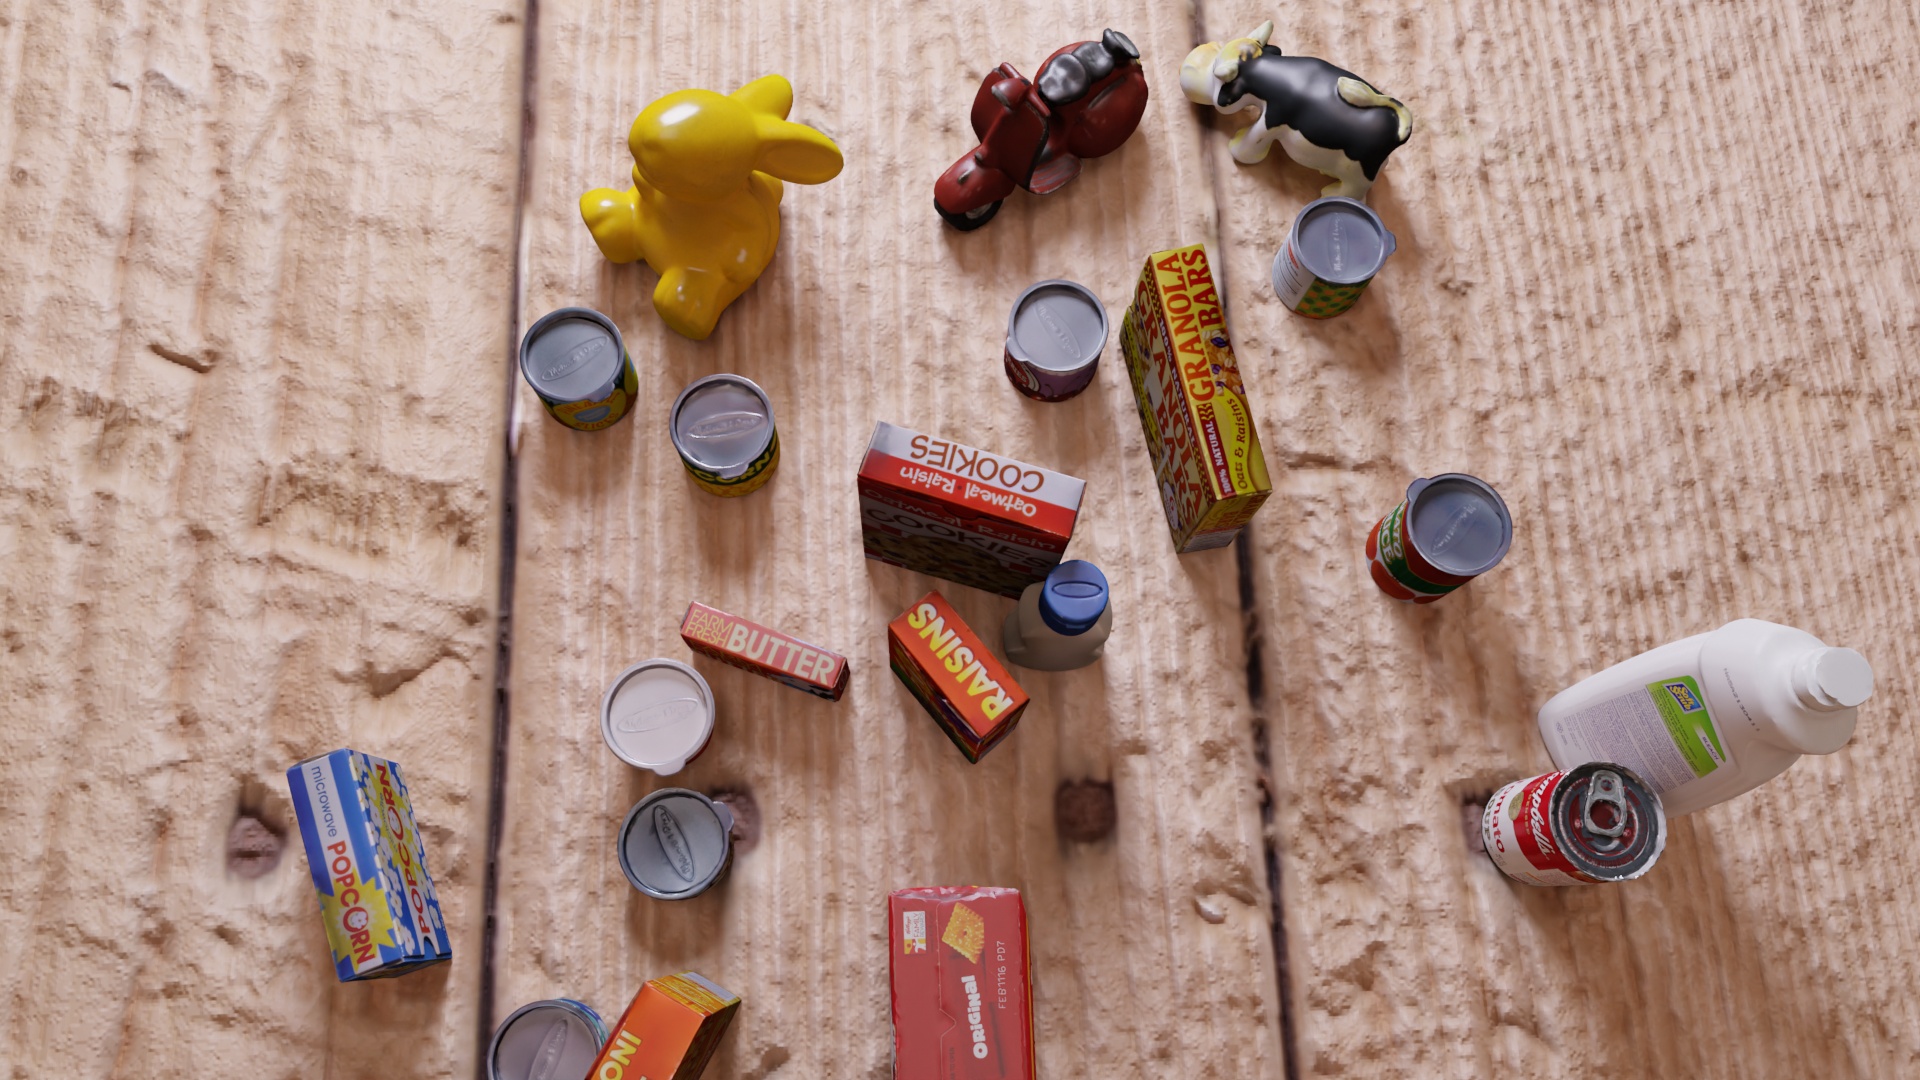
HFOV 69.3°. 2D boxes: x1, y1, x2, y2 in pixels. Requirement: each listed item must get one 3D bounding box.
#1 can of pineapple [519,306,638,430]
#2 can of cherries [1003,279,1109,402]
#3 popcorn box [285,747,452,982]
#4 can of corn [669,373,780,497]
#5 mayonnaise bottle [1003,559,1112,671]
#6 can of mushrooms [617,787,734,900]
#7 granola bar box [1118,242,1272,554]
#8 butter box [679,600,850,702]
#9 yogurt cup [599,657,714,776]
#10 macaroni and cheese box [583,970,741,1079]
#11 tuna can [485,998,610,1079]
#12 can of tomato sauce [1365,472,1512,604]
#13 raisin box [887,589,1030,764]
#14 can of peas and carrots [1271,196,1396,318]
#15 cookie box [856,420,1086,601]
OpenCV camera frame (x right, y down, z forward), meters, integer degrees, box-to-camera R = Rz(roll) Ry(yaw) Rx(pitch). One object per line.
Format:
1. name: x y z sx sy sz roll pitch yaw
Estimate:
1. can of pineapple: -0.249 -0.110 0.912 0.071 0.057 0.071 1 74 -2
2. can of cherries: 0.060 -0.132 0.933 0.071 0.058 0.071 1 74 -2
3. popcorn box: -0.342 0.188 0.806 0.038 0.085 0.127 -20 76 -8
4. can of corn: -0.151 -0.065 0.903 0.071 0.058 0.071 1 74 -2
5. mayonnaise bottle: 0.062 0.047 0.834 0.065 0.147 0.041 2 74 -2
6. can of mushrooms: -0.170 0.183 0.843 0.071 0.033 0.071 1 74 -2
7. granola bar box: 0.146 -0.086 0.890 0.039 0.124 0.166 -11 75 -6
8. butter box: -0.122 0.070 0.868 0.103 0.053 0.024 20 74 3
9. yogurt cup: -0.182 0.110 0.853 0.072 0.053 0.072 1 74 -2
10. macaroni and cheese box: -0.172 0.297 0.740 0.040 0.166 0.124 27 75 5
11. tuna can: -0.235 0.301 0.805 0.071 0.032 0.071 1 74 -2
12. can of tomato sauce: 0.303 0.000 0.893 0.071 0.083 0.071 1 74 -2
13. raisin box: -0.004 0.084 0.833 0.040 0.123 0.086 -38 79 -12
14. can of peas and carrots: 0.257 -0.195 0.961 0.071 0.058 0.071 1 74 -2
15. cookie box: 0.003 -0.011 0.838 0.123 0.167 0.040 16 74 2
